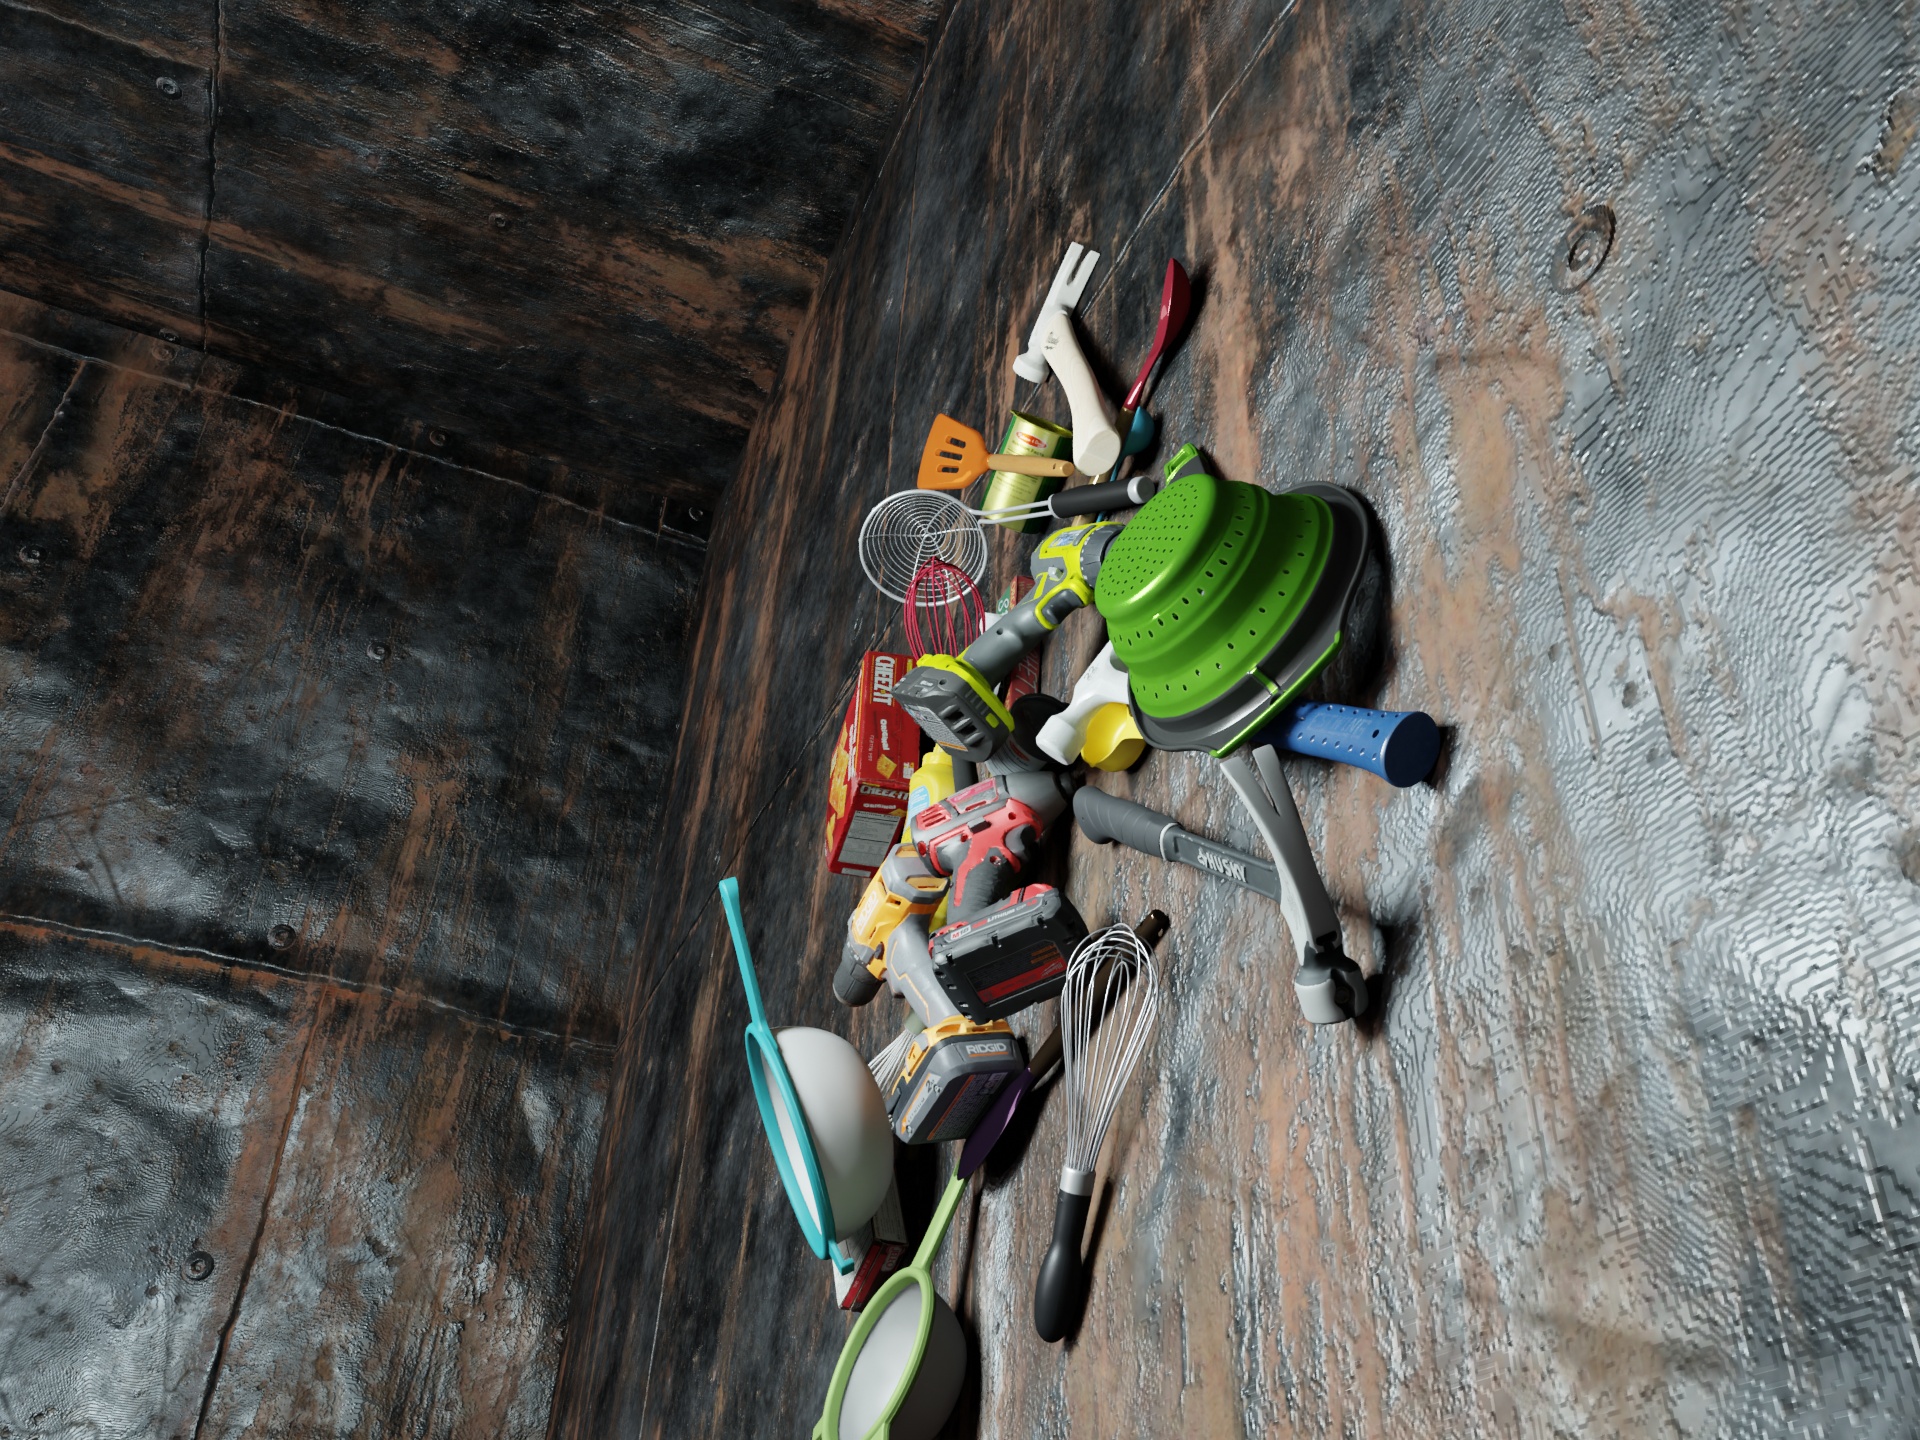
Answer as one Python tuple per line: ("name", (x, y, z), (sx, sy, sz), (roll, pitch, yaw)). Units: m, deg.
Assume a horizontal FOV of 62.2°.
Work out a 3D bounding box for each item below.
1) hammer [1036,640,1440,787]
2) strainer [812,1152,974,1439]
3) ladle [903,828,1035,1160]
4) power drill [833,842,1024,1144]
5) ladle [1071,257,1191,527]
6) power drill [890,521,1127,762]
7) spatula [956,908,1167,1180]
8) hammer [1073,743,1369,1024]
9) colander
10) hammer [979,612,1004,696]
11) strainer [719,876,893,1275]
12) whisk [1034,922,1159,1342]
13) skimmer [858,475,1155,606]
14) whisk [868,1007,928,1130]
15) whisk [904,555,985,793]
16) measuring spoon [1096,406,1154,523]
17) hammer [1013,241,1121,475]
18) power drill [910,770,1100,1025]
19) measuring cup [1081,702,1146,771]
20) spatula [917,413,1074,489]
("hammer", (0.174, -0.012, 1.036), (0.144, 0.035, 0.406), (-55, 20, -7))
("strainer", (-0.019, 0.460, 1.236), (0.256, 0.069, 0.151), (-63, 13, -28))
("ladle", (0.000, 0.242, 1.396), (0.078, 0.062, 0.320), (-141, 61, -62))
("power drill", (-0.042, 0.244, 1.345), (0.185, 0.084, 0.226), (-61, 39, 37))
("ladle", (0.140, -0.252, 1.407), (0.069, 0.031, 0.315), (-81, 12, -65))
("power drill", (0.062, -0.074, 1.286), (0.228, 0.080, 0.190), (-45, 15, -10))
("spatula", (0.068, 0.246, 1.182), (0.315, 0.018, 0.060), (-58, 9, 34))
("hammer", (0.141, 0.077, 1.026), (0.409, 0.036, 0.149), (-164, 54, -77))
("colander", (0.152, -0.129, 1.084), (0.204, 0.094, 0.397), (-46, 21, 22))
("hammer", (-0.006, -0.040, 1.601), (0.331, 0.033, 0.128), (-168, 90, -79))
("strainer", (-0.128, 0.292, 1.388), (0.211, 0.095, 0.340), (-177, 73, -72))
("whisk", (0.085, 0.277, 1.073), (0.070, 0.070, 0.284), (-173, 94, -72))
("skimmer", (0.037, -0.170, 1.459), (0.090, 0.127, 0.363), (-49, 24, -24))
("whisk", (-0.045, 0.290, 1.472), (0.246, 0.059, 0.058), (-63, -7, 20))
("whisk", (-0.002, -0.005, 1.420), (0.073, 0.073, 0.295), (-122, 23, -67))
("measuring spoon", (0.144, -0.213, 1.387), (0.042, 0.021, 0.128), (-70, -1, -51))
("hammer", (0.112, -0.334, 1.497), (0.411, 0.038, 0.146), (-97, 30, -61))
("power drill", (0.037, 0.122, 1.248), (0.143, 0.078, 0.220), (-24, 32, 9))
("measuring cup", (0.146, 0.010, 1.176), (0.156, 0.029, 0.062), (-4, 63, 59))
("spatula", (0.032, -0.243, 1.489), (0.323, 0.041, 0.081), (-150, 76, -69))
